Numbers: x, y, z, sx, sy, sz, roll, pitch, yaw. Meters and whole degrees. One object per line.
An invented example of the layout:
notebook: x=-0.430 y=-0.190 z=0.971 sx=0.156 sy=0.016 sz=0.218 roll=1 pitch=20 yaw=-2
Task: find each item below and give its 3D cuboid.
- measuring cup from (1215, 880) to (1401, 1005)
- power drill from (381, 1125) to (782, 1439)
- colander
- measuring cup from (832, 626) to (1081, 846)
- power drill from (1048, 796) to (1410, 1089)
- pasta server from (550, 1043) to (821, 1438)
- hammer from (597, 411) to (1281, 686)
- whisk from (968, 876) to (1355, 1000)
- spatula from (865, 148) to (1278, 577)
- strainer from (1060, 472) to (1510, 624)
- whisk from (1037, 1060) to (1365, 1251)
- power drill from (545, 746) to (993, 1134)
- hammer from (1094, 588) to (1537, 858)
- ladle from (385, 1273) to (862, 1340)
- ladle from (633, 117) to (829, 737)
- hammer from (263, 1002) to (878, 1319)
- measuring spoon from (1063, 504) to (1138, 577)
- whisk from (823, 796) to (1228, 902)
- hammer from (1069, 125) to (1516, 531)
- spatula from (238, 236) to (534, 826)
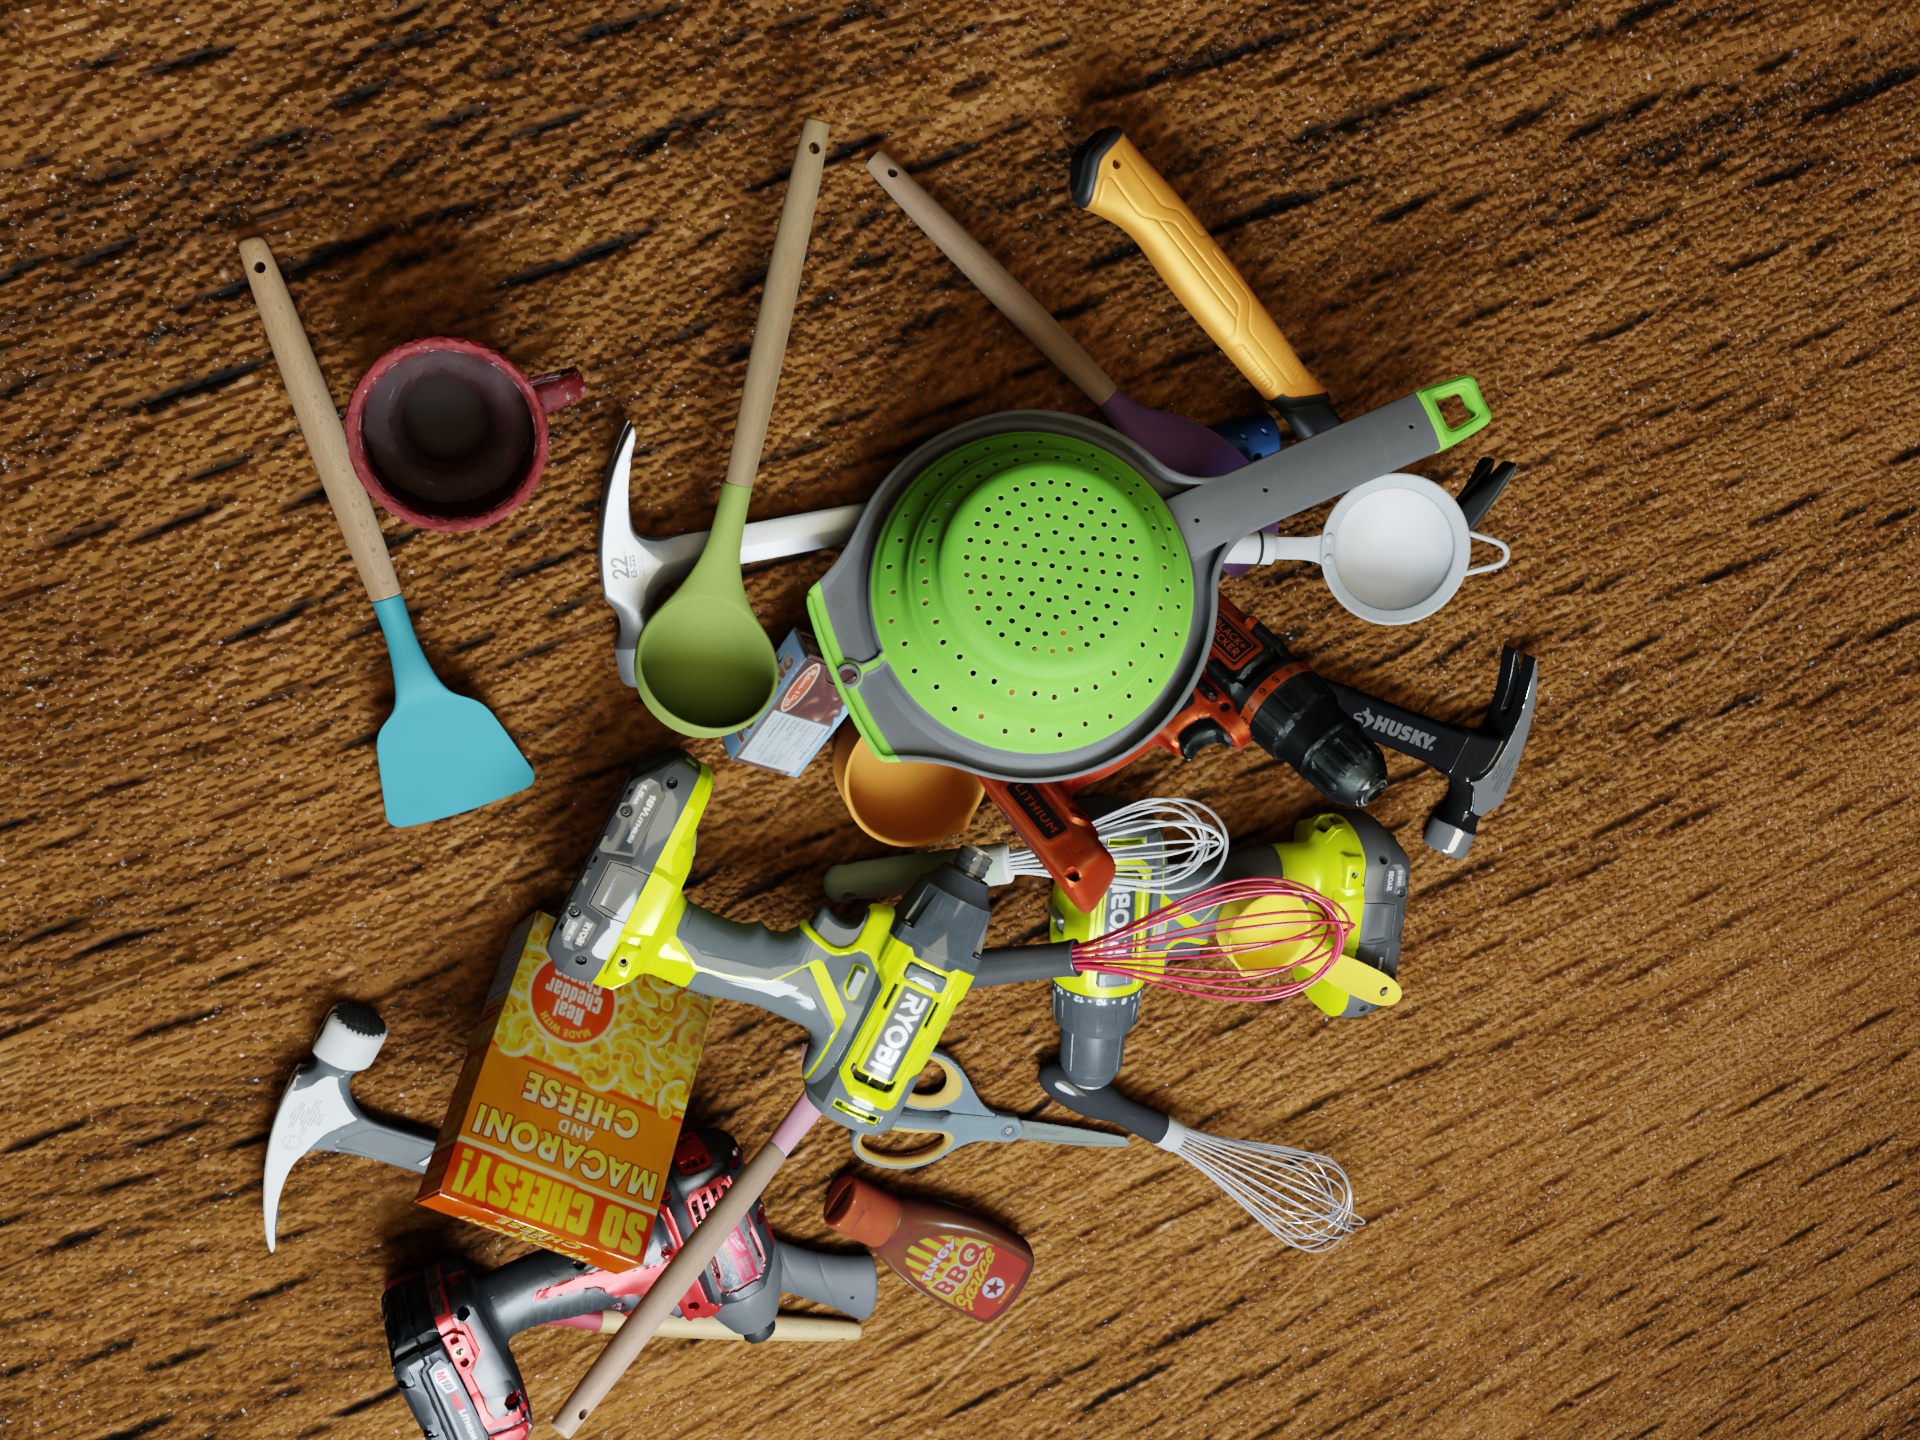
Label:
measuring cup: x=0.222 y=0.146 z=1.006 sx=0.156 sy=0.029 sz=0.062 roll=28 pitch=99 yaw=-30
power drill: x=-0.212 y=0.348 z=0.940 sx=0.219 sy=0.079 sz=0.143 roll=-24 pitch=112 yaw=-18
colander: x=0.115 y=-0.105 z=0.838 sx=0.397 sy=0.094 sz=0.204 roll=-24 pitch=87 yaw=-6
measuring cup: x=-0.002 y=-0.003 z=0.947 sx=0.173 sy=0.052 sz=0.095 roll=-43 pitch=116 yaw=-3
power drill: x=0.167 y=0.144 z=1.041 sx=0.228 sy=0.080 sz=0.190 roll=-2 pitch=107 yaw=-15
pasta server: x=-0.127 y=0.268 z=0.916 sx=0.316 sy=0.040 sz=0.060 roll=-50 pitch=120 yaw=-32
hammer: x=-0.006 y=-0.129 z=0.910 sx=0.405 sy=0.035 sz=0.144 roll=-13 pitch=112 yaw=-14
whisk: x=0.088 y=0.140 z=0.952 sx=0.296 sy=0.073 sz=0.073 roll=-10 pitch=116 yaw=23
spatula: x=0.067 y=-0.201 z=0.893 sx=0.315 sy=0.018 sz=0.060 roll=41 pitch=82 yaw=-16
strainer: x=0.181 y=-0.100 z=0.910 sx=0.258 sy=0.050 sz=0.087 roll=1 pitch=98 yaw=-7
whisk: x=0.169 y=0.300 z=1.109 sx=0.284 sy=0.070 sz=0.070 roll=30 pitch=97 yaw=-20
power drill: x=-0.101 y=0.112 z=0.894 sx=0.223 sy=0.080 sz=0.171 roll=27 pitch=91 yaw=-12
hammer: x=0.231 y=-0.020 z=1.029 sx=0.334 sy=0.035 sz=0.146 roll=19 pitch=102 yaw=-23
ladle: x=-0.207 y=0.384 z=1.019 sx=0.315 sy=0.031 sz=0.069 roll=14 pitch=136 yaw=-26
ladle: x=-0.106 y=-0.146 z=0.820 sx=0.078 sy=0.062 sz=0.320 roll=9 pitch=103 yaw=-24
hammer: x=-0.225 y=0.307 z=0.986 sx=0.408 sy=0.036 sz=0.149 roll=27 pitch=99 yaw=-25
measuring spoon: x=0.090 y=-0.105 z=0.936 sx=0.021 sy=0.011 sz=0.116 roll=-25 pitch=156 yaw=24
whisk: x=0.036 y=0.085 z=0.950 sx=0.246 sy=0.059 sz=0.057 roll=-8 pitch=156 yaw=11
hammer: x=0.185 y=-0.208 z=0.911 sx=0.127 sy=0.034 sz=0.336 roll=-47 pitch=115 yaw=0
spatula: x=-0.310 y=-0.090 z=0.829 sx=0.082 sy=0.044 sz=0.317 roll=-18 pitch=108 yaw=-12
